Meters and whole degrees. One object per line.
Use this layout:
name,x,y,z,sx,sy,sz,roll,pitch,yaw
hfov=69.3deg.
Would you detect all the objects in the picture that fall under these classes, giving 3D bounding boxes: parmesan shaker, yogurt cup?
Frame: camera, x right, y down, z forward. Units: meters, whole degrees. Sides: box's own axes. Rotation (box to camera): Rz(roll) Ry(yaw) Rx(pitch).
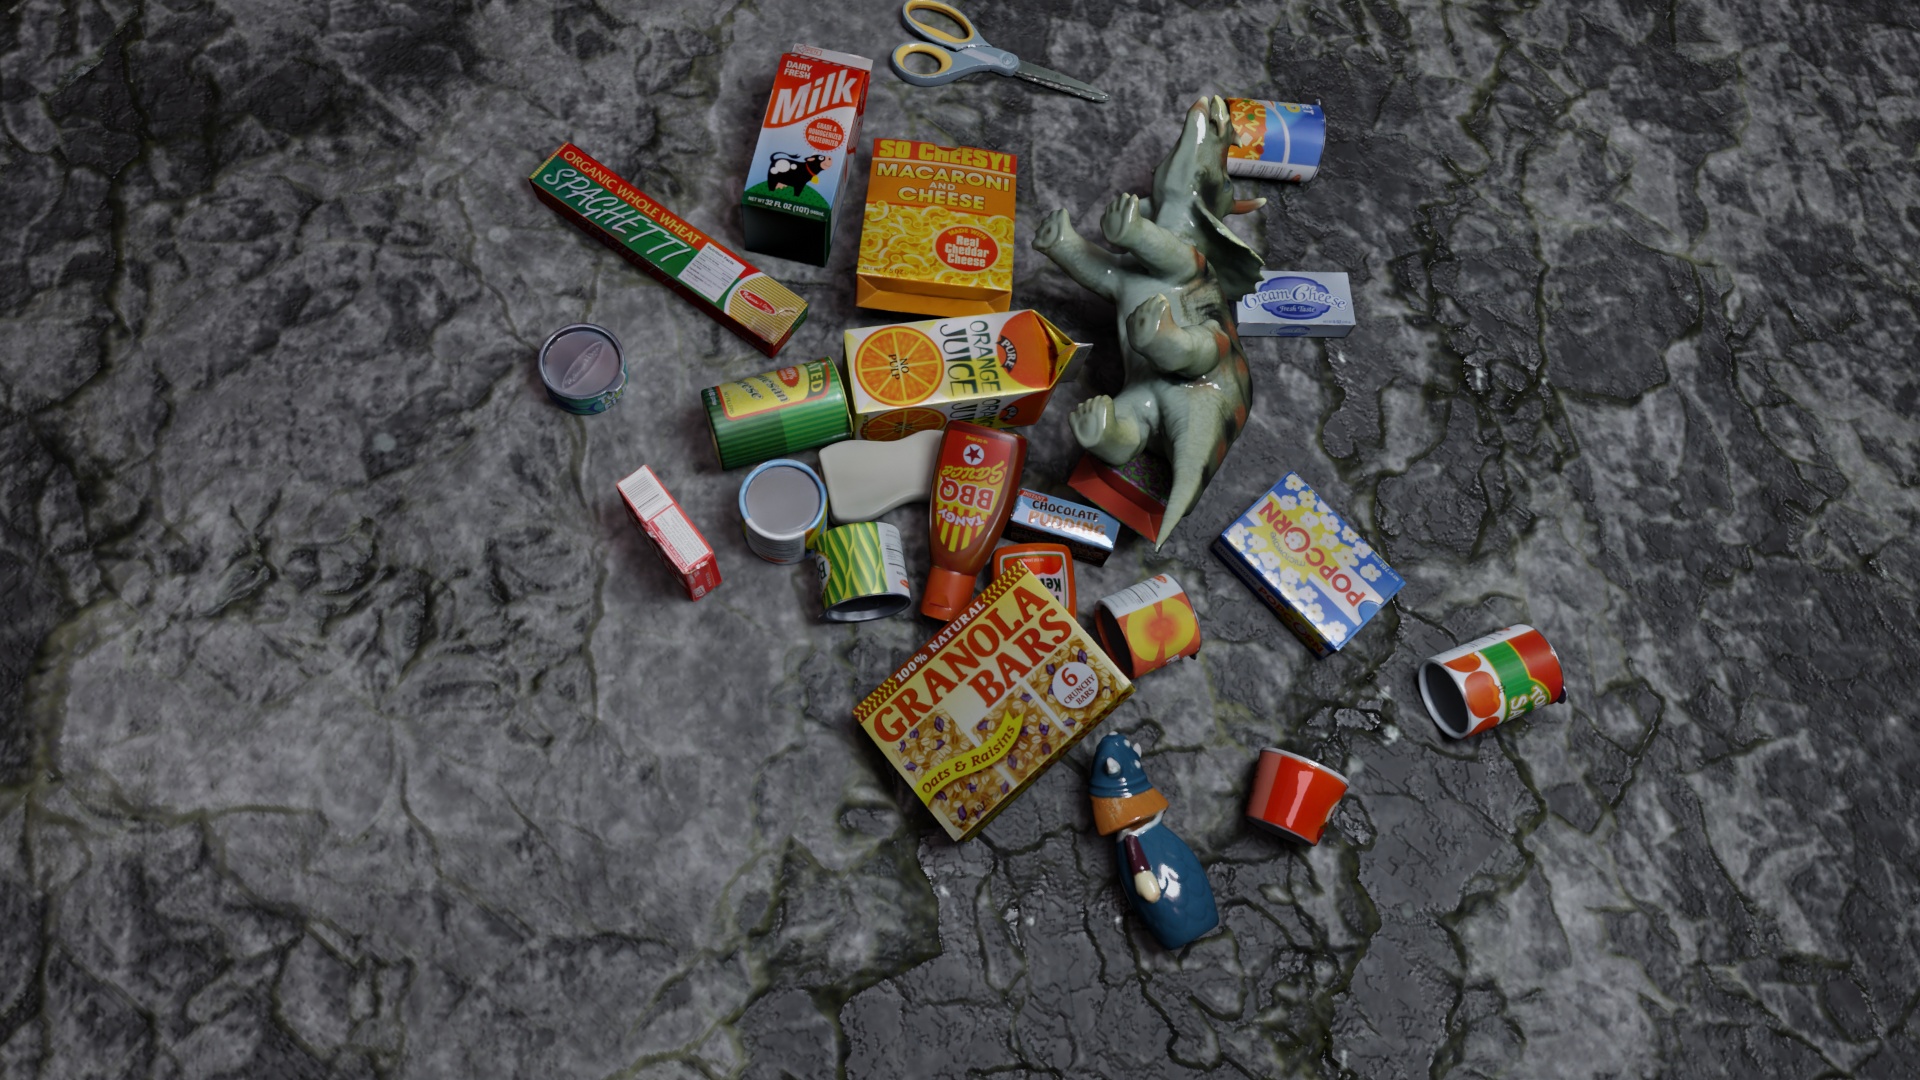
parmesan shaker,-0.142,-0.096,1.072,0.103,0.071,0.071,-16,73,-12
yogurt cup,0.243,0.189,1.016,0.072,0.072,0.054,24,78,2

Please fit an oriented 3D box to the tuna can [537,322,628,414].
tuna can,-0.293,-0.133,1.087,0.071,0.032,0.071,2,70,-6

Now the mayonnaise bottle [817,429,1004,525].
mayonnaise bottle,-0.034,-0.055,1.085,0.148,0.041,0.065,-12,79,-12

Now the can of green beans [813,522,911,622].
can of green beans,-0.074,0.024,1.038,0.071,0.071,0.058,-8,71,-9

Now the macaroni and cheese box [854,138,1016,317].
macaroni and cheese box,-0.017,-0.257,1.137,0.124,0.040,0.167,6,54,-4

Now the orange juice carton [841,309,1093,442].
orange juice carton,0.006,-0.130,1.100,0.193,0.071,0.073,-8,72,-9

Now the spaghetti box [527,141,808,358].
spaghetti box,-0.238,-0.239,1.134,0.250,0.028,0.050,34,70,6

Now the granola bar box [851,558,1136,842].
granola bar box,0.024,0.115,0.997,0.165,0.039,0.124,-42,71,1

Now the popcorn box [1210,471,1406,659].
popcorn box,0.272,0.019,1.094,0.085,0.038,0.127,-40,79,-19

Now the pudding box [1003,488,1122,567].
pudding box,0.079,-0.010,1.076,0.084,0.049,0.030,17,71,0

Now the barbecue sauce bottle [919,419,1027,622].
barbecue sauce bottle,0.004,-0.013,1.047,0.065,0.044,0.148,14,93,15

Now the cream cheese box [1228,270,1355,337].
cream cheese box,0.280,-0.202,1.182,0.104,0.024,0.053,0,69,-7

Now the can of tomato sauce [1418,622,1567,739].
can of tomato sauce,0.405,0.109,1.061,0.083,0.071,0.071,-19,74,-12

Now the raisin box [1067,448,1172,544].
raisin box,0.149,-0.064,1.084,0.086,0.039,0.124,34,44,7

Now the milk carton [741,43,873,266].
milk carton,-0.126,-0.333,1.157,0.072,0.073,0.191,12,69,-2

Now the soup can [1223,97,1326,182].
soup can,0.268,-0.352,1.212,0.084,0.071,0.071,4,70,-5

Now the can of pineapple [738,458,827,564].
can of pineapple,-0.134,-0.023,1.052,0.071,0.057,0.071,2,70,-5

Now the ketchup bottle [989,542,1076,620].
ketchup bottle,0.058,0.078,1.045,0.065,0.043,0.149,-2,71,-3

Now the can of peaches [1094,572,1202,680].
can of peaches,0.141,0.067,1.047,0.058,0.071,0.071,-21,74,-13
